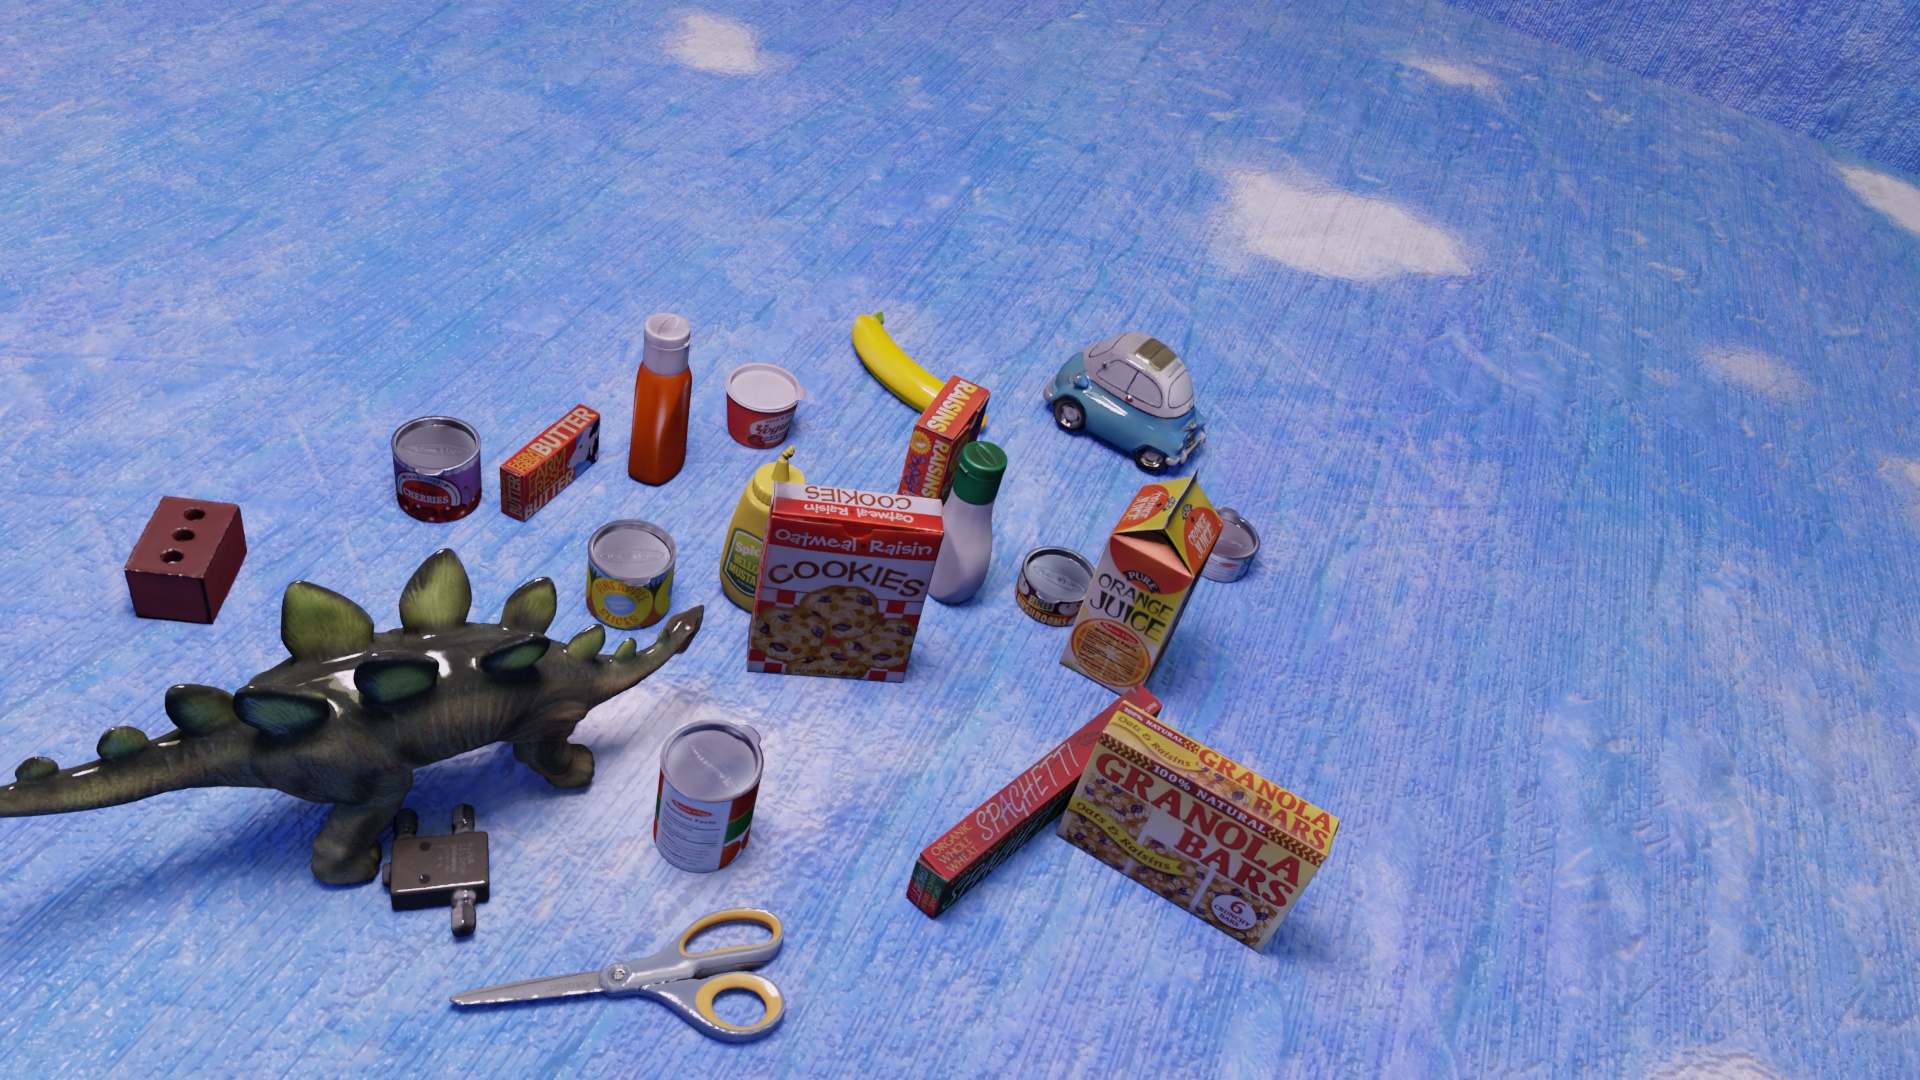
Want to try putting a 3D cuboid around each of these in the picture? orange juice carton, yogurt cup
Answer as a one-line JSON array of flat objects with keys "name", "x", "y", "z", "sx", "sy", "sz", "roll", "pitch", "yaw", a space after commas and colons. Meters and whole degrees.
[{"name": "orange juice carton", "x": 0.146, "y": 0.030, "z": 1.090, "sx": 0.073, "sy": 0.191, "sz": 0.072, "roll": 28, "pitch": 43, "yaw": 12}, {"name": "yogurt cup", "x": -0.180, "y": -0.120, "z": 1.250, "sx": 0.072, "sy": 0.053, "sz": 0.073, "roll": 9, "pitch": 42, "yaw": -8}]

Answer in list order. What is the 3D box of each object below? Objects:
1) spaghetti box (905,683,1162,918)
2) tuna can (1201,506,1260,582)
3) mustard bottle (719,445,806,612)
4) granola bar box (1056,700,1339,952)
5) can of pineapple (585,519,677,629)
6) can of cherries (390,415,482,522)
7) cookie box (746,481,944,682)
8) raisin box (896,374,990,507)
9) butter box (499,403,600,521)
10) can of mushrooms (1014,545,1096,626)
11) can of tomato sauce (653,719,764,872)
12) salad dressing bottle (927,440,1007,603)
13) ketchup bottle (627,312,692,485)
[{"name": "spaghetti box", "x": 0.058, "y": 0.184, "z": 1.004, "sx": 0.029, "sy": 0.049, "sz": 0.251, "roll": 39, "pitch": 47, "yaw": 23}, {"name": "tuna can", "x": 0.236, "y": 0.003, "z": 1.266, "sx": 0.071, "sy": 0.032, "sz": 0.071, "roll": 9, "pitch": 42, "yaw": -8}, {"name": "mustard bottle", "x": -0.146, "y": -0.012, "z": 1.066, "sx": 0.065, "sy": 0.159, "sz": 0.049, "roll": 27, "pitch": 43, "yaw": 11}, {"name": "granola bar box", "x": 0.161, "y": 0.199, "z": 0.965, "sx": 0.166, "sy": 0.123, "sz": 0.039, "roll": 28, "pitch": 43, "yaw": 13}, {"name": "can of pineapple", "x": -0.254, "y": 0.028, "z": 1.066, "sx": 0.071, "sy": 0.057, "sz": 0.071, "roll": 9, "pitch": 42, "yaw": -8}, {"name": "can of cherries", "x": -0.416, "y": -0.055, "z": 1.102, "sx": 0.071, "sy": 0.058, "sz": 0.072, "roll": 9, "pitch": 42, "yaw": -8}, {"name": "cookie box", "x": -0.088, "y": 0.035, "z": 1.029, "sx": 0.123, "sy": 0.166, "sz": 0.040, "roll": 6, "pitch": 43, "yaw": -12}, {"name": "raisin box", "x": -0.018, "y": -0.068, "z": 1.195, "sx": 0.040, "sy": 0.122, "sz": 0.086, "roll": 25, "pitch": 43, "yaw": 9}, {"name": "butter box", "x": -0.336, "y": -0.065, "z": 1.142, "sx": 0.024, "sy": 0.052, "sz": 0.104, "roll": 26, "pitch": 43, "yaw": 11}, {"name": "can of mushrooms", "x": 0.080, "y": 0.040, "z": 1.177, "sx": 0.071, "sy": 0.033, "sz": 0.071, "roll": 9, "pitch": 42, "yaw": -8}, {"name": "can of tomato sauce", "x": -0.168, "y": 0.169, "z": 0.924, "sx": 0.071, "sy": 0.082, "sz": 0.071, "roll": 9, "pitch": 42, "yaw": -8}, {"name": "salad dressing bottle", "x": 0.004, "y": -0.014, "z": 1.125, "sx": 0.044, "sy": 0.146, "sz": 0.064, "roll": -14, "pitch": 50, "yaw": -30}, {"name": "ketchup bottle", "x": -0.248, "y": -0.119, "z": 1.157, "sx": 0.043, "sy": 0.148, "sz": 0.065, "roll": 19, "pitch": 42, "yaw": 3}]
